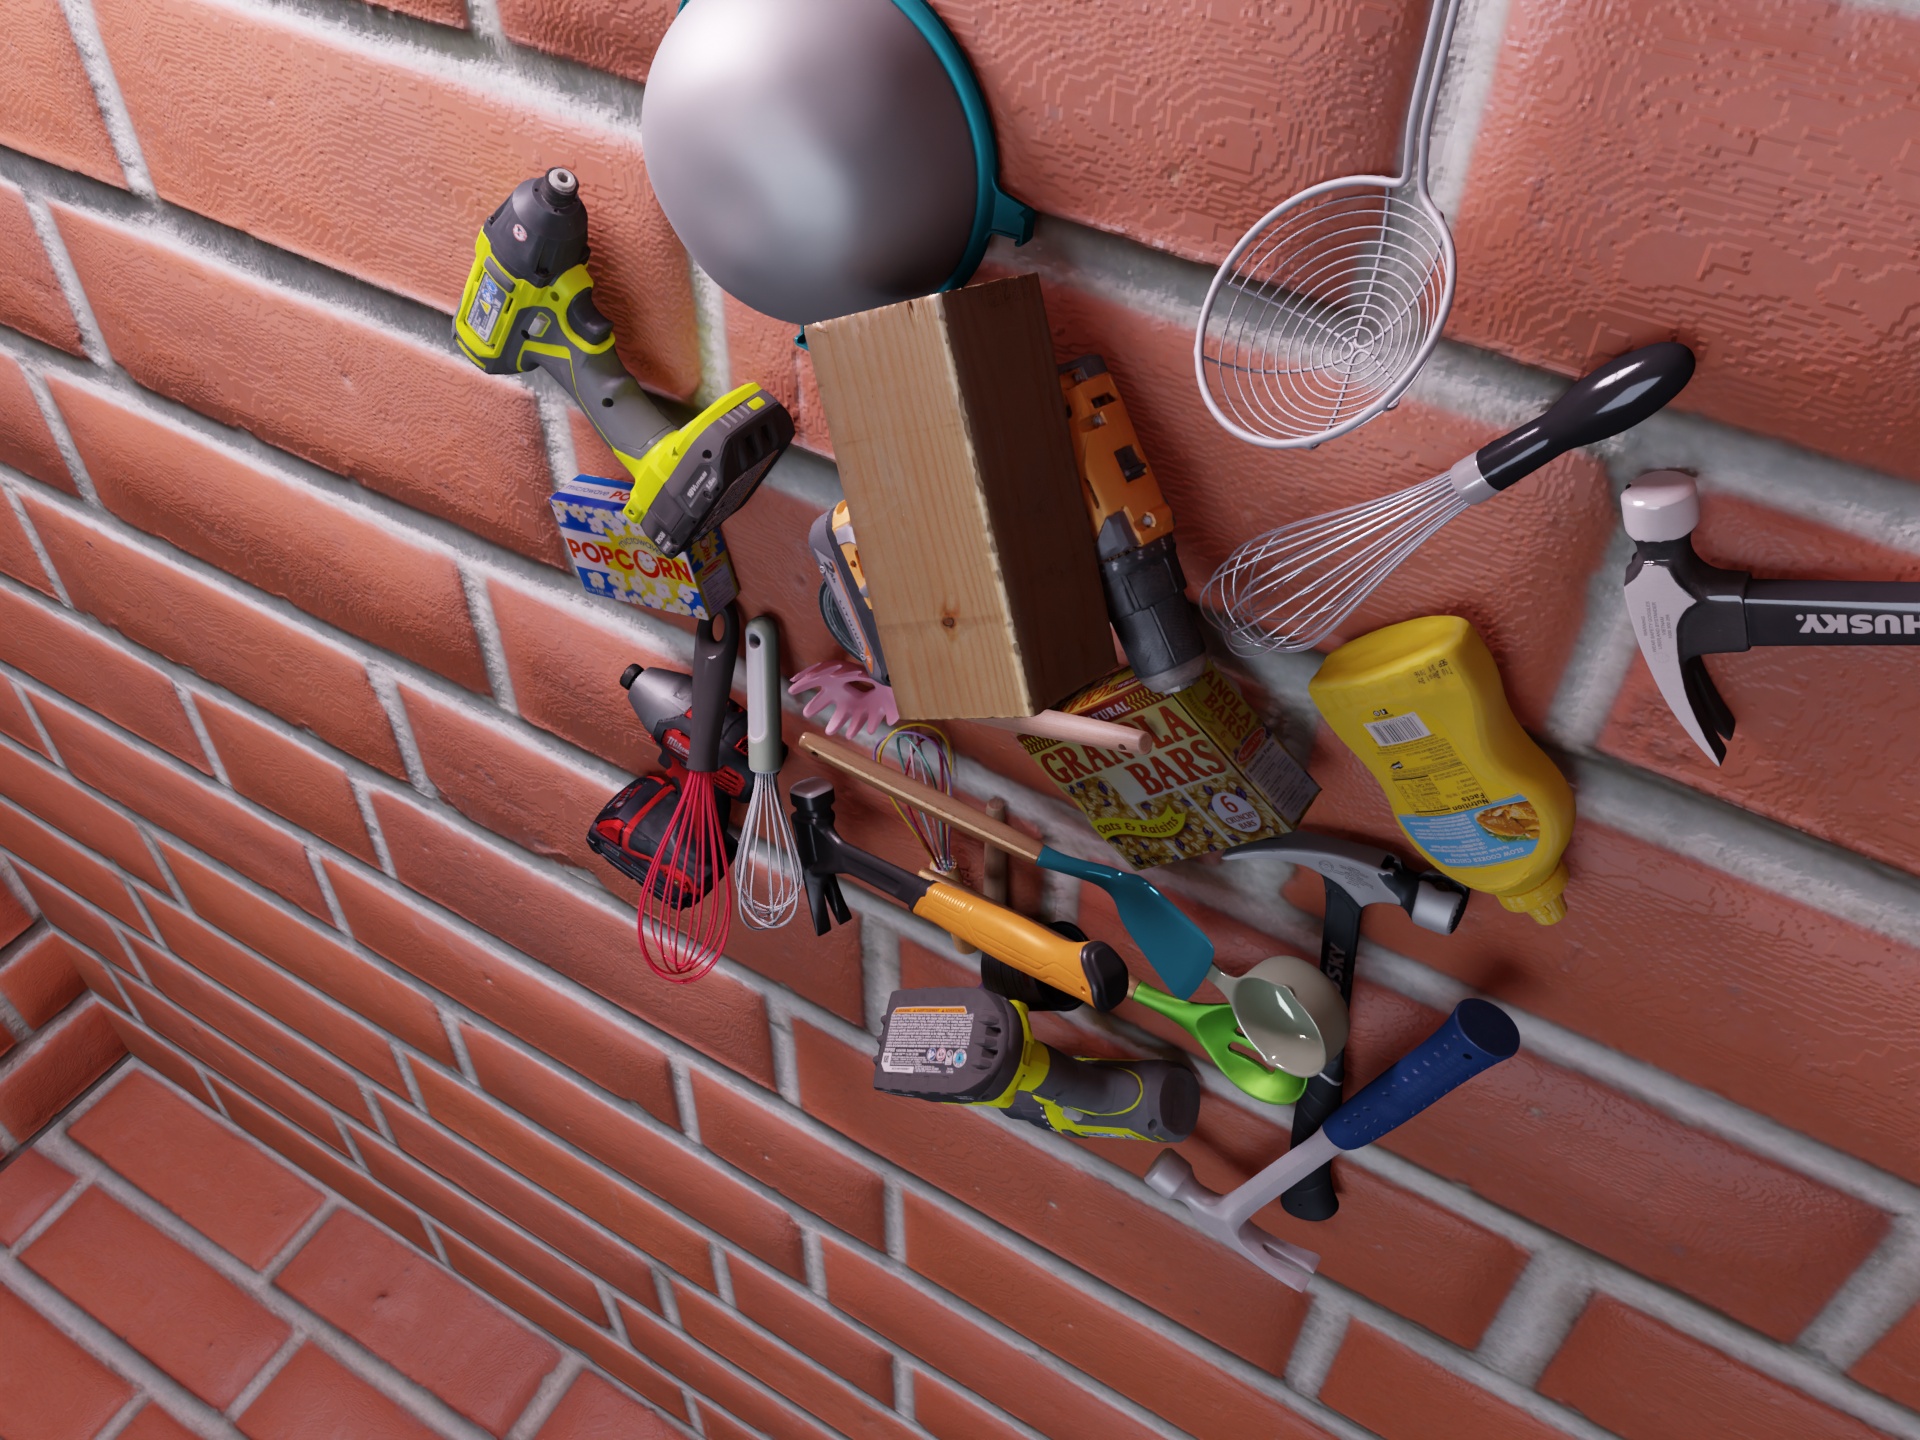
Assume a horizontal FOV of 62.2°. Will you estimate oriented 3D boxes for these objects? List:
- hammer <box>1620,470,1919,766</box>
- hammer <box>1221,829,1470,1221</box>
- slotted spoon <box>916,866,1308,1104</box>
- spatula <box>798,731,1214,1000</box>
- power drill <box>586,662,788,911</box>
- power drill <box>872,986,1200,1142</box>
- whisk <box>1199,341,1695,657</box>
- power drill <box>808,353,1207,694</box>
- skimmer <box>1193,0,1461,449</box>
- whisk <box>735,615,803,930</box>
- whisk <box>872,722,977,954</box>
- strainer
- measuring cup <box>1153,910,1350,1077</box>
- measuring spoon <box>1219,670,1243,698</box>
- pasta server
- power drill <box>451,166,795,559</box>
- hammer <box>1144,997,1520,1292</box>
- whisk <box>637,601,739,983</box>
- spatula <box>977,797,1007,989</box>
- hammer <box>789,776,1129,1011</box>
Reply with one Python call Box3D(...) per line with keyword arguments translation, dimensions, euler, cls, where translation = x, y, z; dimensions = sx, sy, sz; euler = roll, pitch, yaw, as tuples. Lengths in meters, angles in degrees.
Box3D(translation=(0.455, -0.039, 0.657), dimensions=(0.335, 0.035, 0.146), euler=(4, 129, 38), cls="hammer")
Box3D(translation=(0.247, 0.226, 1.095), dimensions=(0.149, 0.036, 0.408), euler=(20, 138, 26), cls="hammer")
Box3D(translation=(0.103, 0.176, 1.118), dimensions=(0.314, 0.031, 0.070), euler=(26, 123, 21), cls="slotted spoon")
Box3D(translation=(0.027, 0.087, 1.077), dimensions=(0.317, 0.044, 0.082), euler=(26, 145, 8), cls="spatula")
Box3D(translation=(-0.230, 0.049, 1.295), dimensions=(0.143, 0.078, 0.219), euler=(35, 139, 5), cls="power drill")
Box3D(translation=(0.045, 0.271, 1.217), dimensions=(0.228, 0.080, 0.190), euler=(27, 154, -38), cls="power drill")
Box3D(translation=(0.225, -0.103, 0.774), dimensions=(0.070, 0.070, 0.284), euler=(48, 137, -9), cls="whisk")
Box3D(translation=(0.031, -0.083, 0.912), dimensions=(0.226, 0.084, 0.185), euler=(-20, 97, 46), cls="power drill")
Box3D(translation=(0.168, -0.277, 0.620), dimensions=(0.127, 0.090, 0.363), euler=(54, 152, 39), cls="skimmer")
Box3D(translation=(-0.145, 0.042, 1.180), dimensions=(0.058, 0.059, 0.246), euler=(14, 112, 35), cls="whisk")
Box3D(translation=(-0.013, 0.092, 1.182), dimensions=(0.051, 0.047, 0.244), euler=(27, 146, 36), cls="whisk")
Box3D(translation=(-0.126, -0.336, 0.807), dimensions=(0.211, 0.095, 0.340), euler=(-13, 119, 46), cls="strainer")
Box3D(translation=(0.184, 0.162, 1.040), dimensions=(0.168, 0.038, 0.083), euler=(39, 146, 33), cls="measuring cup")
Box3D(translation=(0.135, -0.055, 0.933), dimensions=(0.034, 0.018, 0.124), euler=(-5, 117, 53), cls="measuring spoon")
Box3D(translation=(-0.002, -0.003, 1.029), dimensions=(0.316, 0.040, 0.060), euler=(12, 142, 48), cls="pasta server")
Box3D(translation=(-0.219, -0.227, 1.012), dimensions=(0.223, 0.080, 0.171), euler=(47, 142, -3), cls="power drill")
Box3D(translation=(0.260, 0.291, 1.092), dimensions=(0.144, 0.035, 0.405), euler=(37, 144, 8), cls="hammer")
Box3D(translation=(-0.194, 0.054, 1.183), dimensions=(0.073, 0.073, 0.296), euler=(13, 101, 31), cls="whisk")
Box3D(translation=(0.025, 0.177, 1.240), dimensions=(0.060, 0.018, 0.315), euler=(-3, 132, -3), cls="spatula")
Box3D(translation=(-0.009, 0.138, 1.117), dimensions=(0.337, 0.034, 0.127), euler=(18, 124, 48), cls="hammer")
